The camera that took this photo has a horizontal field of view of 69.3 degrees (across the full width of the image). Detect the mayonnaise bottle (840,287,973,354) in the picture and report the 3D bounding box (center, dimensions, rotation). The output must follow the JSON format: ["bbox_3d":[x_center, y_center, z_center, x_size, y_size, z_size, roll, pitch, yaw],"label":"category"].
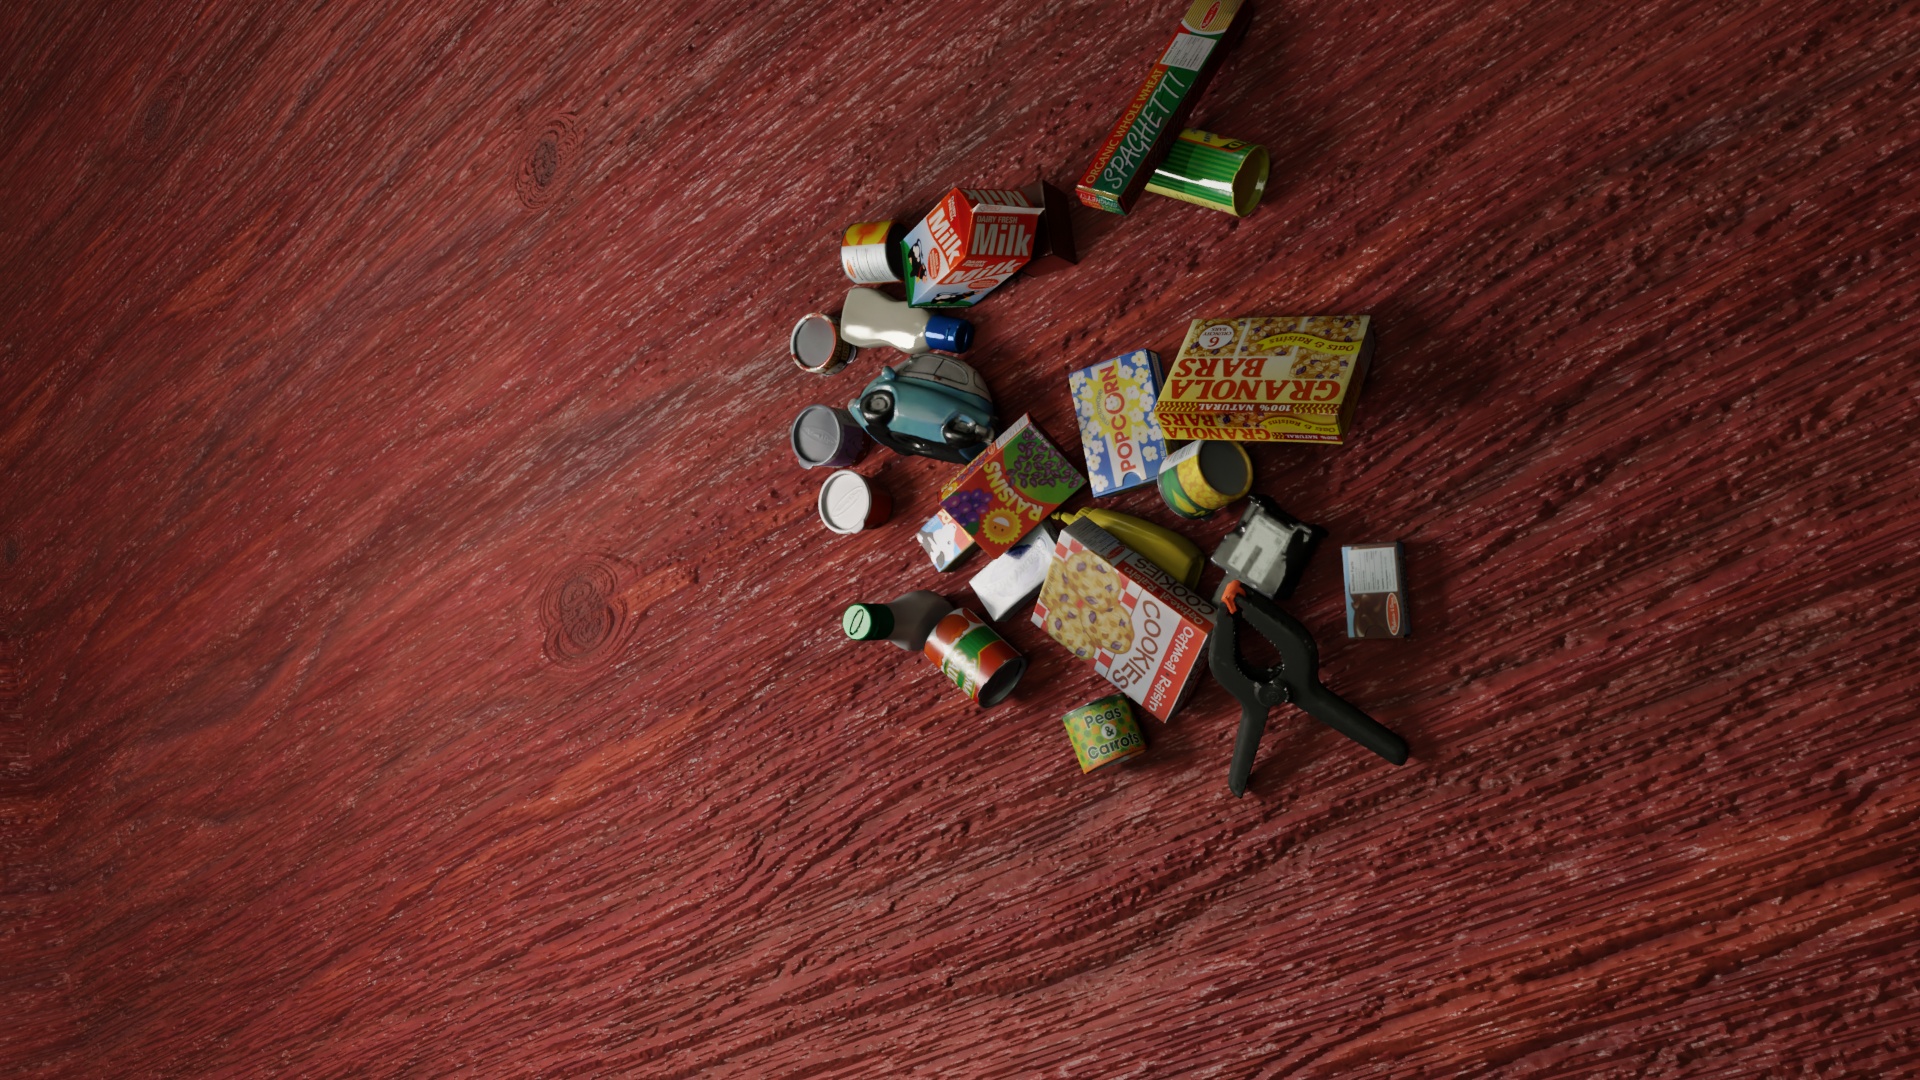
[{"bbox_3d":[-0.057,-0.227,1.471,0.148,0.041,0.064,16,99,30],"label":"mayonnaise bottle"}]

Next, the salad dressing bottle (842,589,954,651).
[{"bbox_3d":[-0.060,0.081,1.393,0.044,0.148,0.064,32,104,29],"label":"salad dressing bottle"}]

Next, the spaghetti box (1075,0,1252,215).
[{"bbox_3d":[0.189,-0.405,1.277,0.050,0.028,0.250,24,75,31],"label":"spaghetti box"}]

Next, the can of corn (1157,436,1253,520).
[{"bbox_3d":[0.225,-0.057,1.264,0.058,0.071,0.071,-32,69,56],"label":"can of corn"}]

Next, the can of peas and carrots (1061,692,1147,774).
[{"bbox_3d":[0.137,0.182,1.312,0.070,0.071,0.059,-29,74,27],"label":"can of peas and carrots"}]

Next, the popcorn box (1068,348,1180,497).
[{"bbox_3d":[0.159,-0.112,1.333,0.085,0.038,0.127,-16,79,29],"label":"popcorn box"}]

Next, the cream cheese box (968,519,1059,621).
[{"bbox_3d":[0.062,0.031,1.393,0.103,0.024,0.053,-42,69,23],"label":"cream cheese box"}]

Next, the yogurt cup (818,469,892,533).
[{"bbox_3d":[-0.110,-0.040,1.485,0.072,0.054,0.072,-2,87,31],"label":"yogurt cup"}]

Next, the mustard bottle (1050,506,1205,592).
[{"bbox_3d":[0.154,0.004,1.323,0.160,0.049,0.065,29,112,30],"label":"mustard bottle"}]

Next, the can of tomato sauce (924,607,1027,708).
[{"bbox_3d":[0.013,0.118,1.392,0.083,0.071,0.071,40,108,27],"label":"can of tomato sauce"}]

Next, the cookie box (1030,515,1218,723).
[{"bbox_3d":[0.154,0.073,1.290,0.168,0.040,0.122,37,135,23],"label":"cookie box"}]

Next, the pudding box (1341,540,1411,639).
[{"bbox_3d":[0.361,0.044,1.206,0.049,0.030,0.083,-6,85,30],"label":"pudding box"}]

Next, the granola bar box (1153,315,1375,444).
[{"bbox_3d":[0.270,-0.143,1.229,0.165,0.039,0.125,4,51,32],"label":"granola bar box"}]

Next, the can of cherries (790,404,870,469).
[{"bbox_3d":[-0.142,-0.110,1.506,0.071,0.058,0.071,-1,87,31],"label":"can of cherries"}]

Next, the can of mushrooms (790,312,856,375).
[{"bbox_3d":[-0.152,-0.216,1.532,0.071,0.033,0.071,-2,86,32],"label":"can of mushrooms"}]

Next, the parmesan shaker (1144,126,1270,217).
[{"bbox_3d":[0.224,-0.345,1.286,0.103,0.071,0.071,25,101,30],"label":"parmesan shaker"}]

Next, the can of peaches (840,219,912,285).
[{"bbox_3d":[-0.084,-0.308,1.478,0.058,0.071,0.071,3,89,32],"label":"can of peaches"}]

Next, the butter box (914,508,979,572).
[{"bbox_3d":[0.005,-0.018,1.431,0.103,0.024,0.053,-43,68,23],"label":"butter box"}]

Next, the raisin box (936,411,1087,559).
[{"bbox_3d":[0.050,-0.053,1.362,0.123,0.040,0.086,-41,108,13],"label":"raisin box"}]

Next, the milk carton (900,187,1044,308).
[{"bbox_3d":[0.010,-0.291,1.360,0.190,0.072,0.073,158,107,-64],"label":"milk carton"}]
